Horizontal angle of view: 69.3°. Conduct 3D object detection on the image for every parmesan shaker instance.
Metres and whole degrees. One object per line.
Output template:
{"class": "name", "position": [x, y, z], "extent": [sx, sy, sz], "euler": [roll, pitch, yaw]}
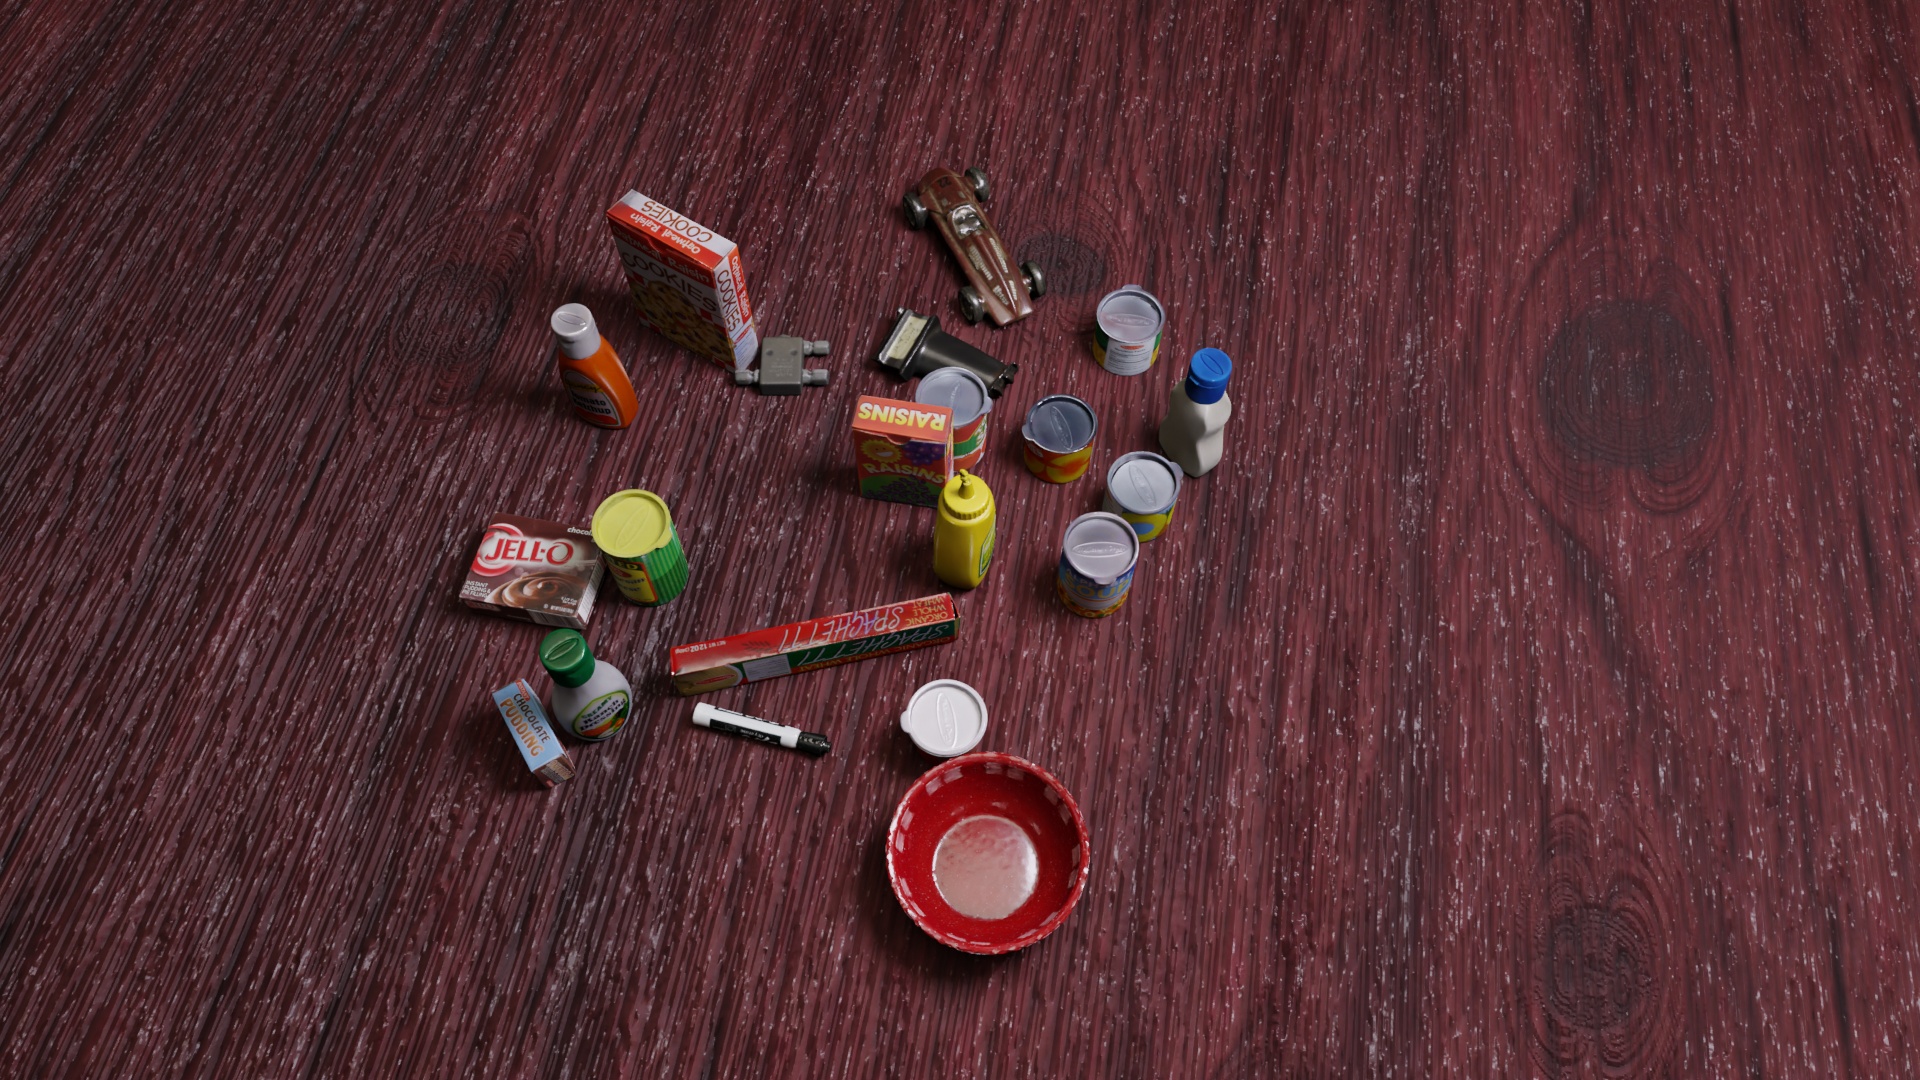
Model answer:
{"class": "parmesan shaker", "position": [-0.278, 0.010, 1.222], "extent": [0.071, 0.102, 0.071], "euler": [0, 62, 0]}

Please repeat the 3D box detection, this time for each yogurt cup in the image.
{"class": "yogurt cup", "position": [-0.012, 0.158, 1.172], "extent": [0.072, 0.053, 0.073], "euler": [0, 62, 0]}

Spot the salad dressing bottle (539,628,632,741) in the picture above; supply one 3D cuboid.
{"class": "salad dressing bottle", "position": [-0.309, 0.118, 1.138], "extent": [0.064, 0.147, 0.044], "euler": [-34, 67, -17]}

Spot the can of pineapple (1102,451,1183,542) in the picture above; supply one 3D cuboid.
{"class": "can of pineapple", "position": [0.167, -0.040, 1.279], "extent": [0.071, 0.057, 0.071], "euler": [0, 62, 0]}

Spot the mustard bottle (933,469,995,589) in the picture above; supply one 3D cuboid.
{"class": "mustard bottle", "position": [0.004, -0.015, 1.206], "extent": [0.049, 0.159, 0.065], "euler": [16, 63, 8]}

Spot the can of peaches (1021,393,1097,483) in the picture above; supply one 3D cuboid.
{"class": "can of peaches", "position": [0.091, -0.095, 1.308], "extent": [0.071, 0.057, 0.071], "euler": [0, 62, 0]}

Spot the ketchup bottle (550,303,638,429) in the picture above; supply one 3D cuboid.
{"class": "ketchup bottle", "position": [-0.344, -0.162, 1.289], "extent": [0.065, 0.148, 0.044], "euler": [17, 63, 9]}

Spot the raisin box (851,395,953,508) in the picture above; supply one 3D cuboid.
{"class": "raisin box", "position": [-0.051, -0.078, 1.261], "extent": [0.086, 0.122, 0.040], "euler": [9, 62, 5]}

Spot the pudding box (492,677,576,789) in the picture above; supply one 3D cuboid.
{"class": "pudding box", "position": [-0.358, 0.162, 1.169], "extent": [0.030, 0.049, 0.084], "euler": [-29, 66, -15]}

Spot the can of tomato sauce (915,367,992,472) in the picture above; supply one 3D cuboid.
{"class": "can of tomato sauce", "position": [-0.006, -0.112, 1.302], "extent": [0.071, 0.082, 0.071], "euler": [0, 62, 0]}

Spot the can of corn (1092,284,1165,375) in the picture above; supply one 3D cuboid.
{"class": "can of corn", "position": [0.165, -0.207, 1.369], "extent": [0.071, 0.058, 0.071], "euler": [0, 62, 0]}

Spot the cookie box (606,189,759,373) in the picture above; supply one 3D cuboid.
{"class": "cookie box", "position": [-0.262, -0.242, 1.323], "extent": [0.123, 0.166, 0.040], "euler": [29, 66, 14]}

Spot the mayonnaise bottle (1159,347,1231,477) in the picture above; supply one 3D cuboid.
{"class": "mayonnaise bottle", "position": [0.218, -0.119, 1.271], "extent": [0.041, 0.147, 0.065], "euler": [-33, 67, -17]}

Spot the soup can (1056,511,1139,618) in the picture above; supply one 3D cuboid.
{"class": "soup can", "position": [0.120, 0.025, 1.228], "extent": [0.071, 0.083, 0.071], "euler": [0, 62, 0]}

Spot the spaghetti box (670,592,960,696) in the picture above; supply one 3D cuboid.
{"class": "spaghetti box", "position": [-0.124, 0.091, 1.210], "extent": [0.250, 0.050, 0.029], "euler": [-11, 62, -7]}
